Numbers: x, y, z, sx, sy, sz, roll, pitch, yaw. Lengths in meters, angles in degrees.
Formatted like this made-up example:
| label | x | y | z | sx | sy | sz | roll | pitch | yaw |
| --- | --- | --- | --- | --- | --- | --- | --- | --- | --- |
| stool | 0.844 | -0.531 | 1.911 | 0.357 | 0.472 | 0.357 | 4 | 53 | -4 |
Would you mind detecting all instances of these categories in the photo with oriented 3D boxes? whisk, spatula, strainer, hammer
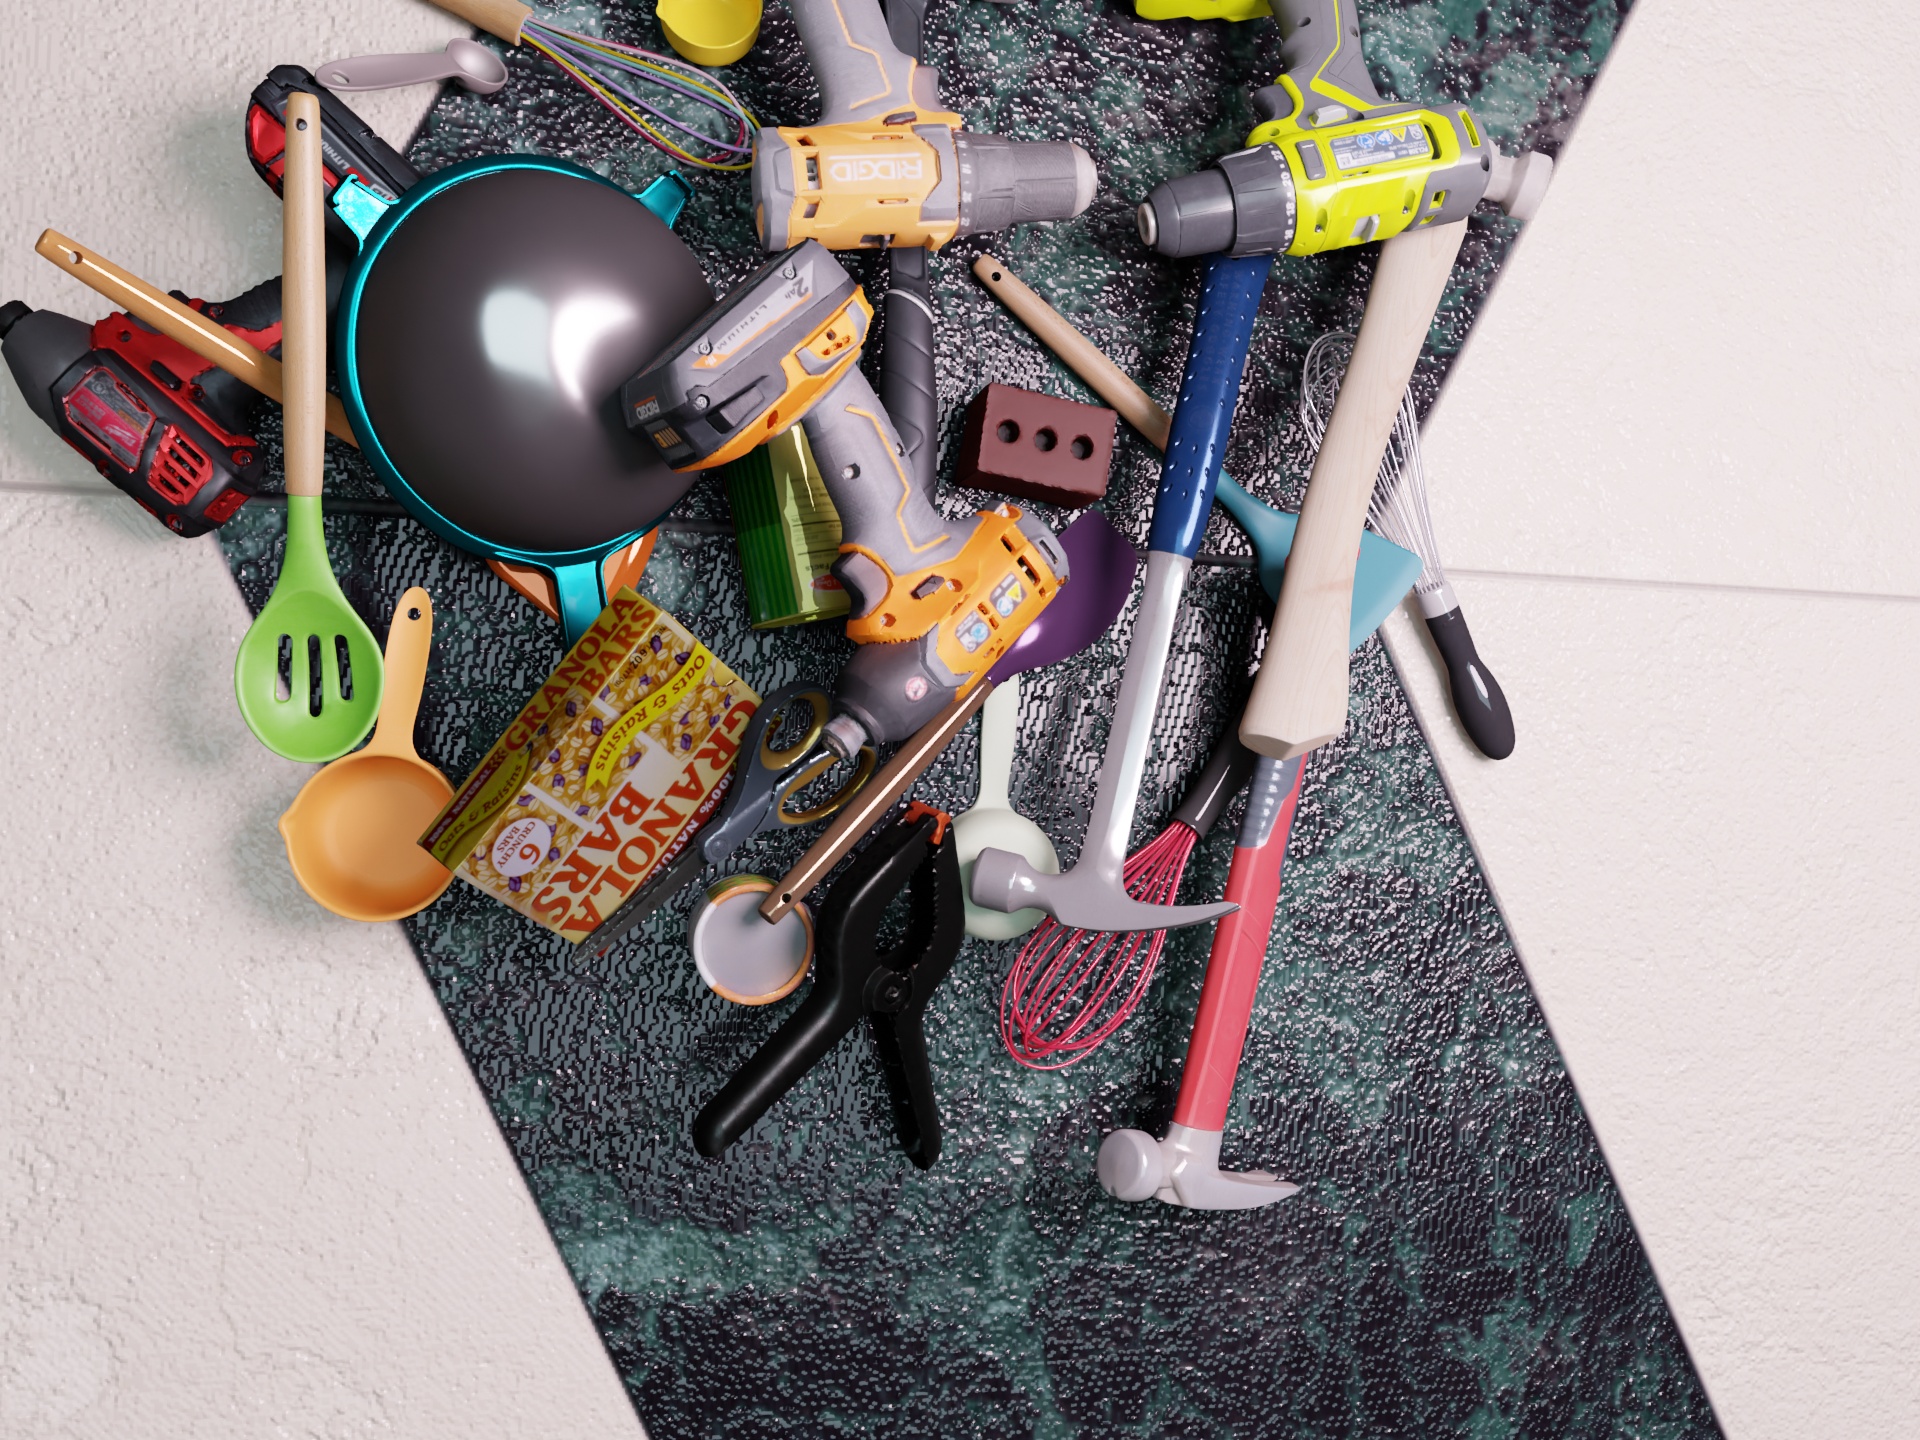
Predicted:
| label | x | y | z | sx | sy | sz | roll | pitch | yaw |
| --- | --- | --- | --- | --- | --- | --- | --- | --- | --- |
| whisk | 0.276 | -0.102 | 0.967 | 0.070 | 0.070 | 0.284 | -27 | 99 | -12 |
| spatula | -0.001 | -0.003 | 0.891 | 0.059 | 0.018 | 0.316 | 47 | 67 | -9 |
| strainer | -0.187 | -0.119 | 0.813 | 0.211 | 0.095 | 0.340 | -15 | 105 | -36 |
| spatula | -0.297 | -0.145 | 0.799 | 0.322 | 0.041 | 0.081 | 33 | 81 | -41 |
| hammer | 0.181 | 0.087 | 0.916 | 0.143 | 0.038 | 0.386 | 16 | 86 | -38 |
| hammer | 0.120 | -0.080 | 0.887 | 0.144 | 0.035 | 0.405 | 12 | 81 | 13 |
| spatula | 0.130 | -0.165 | 0.939 | 0.317 | 0.044 | 0.082 | 40 | 97 | -7 |
| hammer | -0.034 | -0.251 | 0.891 | 0.149 | 0.036 | 0.409 | 1 | 83 | -11 |
| whisk | 0.120 | 0.078 | 0.927 | 0.073 | 0.073 | 0.296 | 41 | 75 | -9 |
| whisk | -0.219 | -0.366 | 0.867 | 0.245 | 0.051 | 0.047 | 25 | 89 | -8 |
| hammer | 0.215 | -0.171 | 0.885 | 0.146 | 0.038 | 0.411 | 18 | 70 | 5 |

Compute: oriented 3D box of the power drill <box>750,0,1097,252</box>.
| label | x | y | z | sx | sy | sz | roll | pitch | yaw |
| --- | --- | --- | --- | --- | --- | --- | --- | --- | --- |
| power drill | -0.026 | -0.364 | 0.849 | 0.185 | 0.084 | 0.226 | -5 | 89 | -11 |

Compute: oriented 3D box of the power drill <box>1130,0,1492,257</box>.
| label | x | y | z | sx | sy | sz | roll | pitch | yaw |
| --- | --- | --- | --- | --- | --- | --- | --- | --- | --- |
| power drill | 0.172 | -0.365 | 0.898 | 0.190 | 0.080 | 0.229 | -13 | 73 | -6 |

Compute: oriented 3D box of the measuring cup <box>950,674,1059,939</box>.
| label | x | y | z | sx | sy | sz | roll | pitch | yaw |
| --- | --- | --- | --- | --- | --- | --- | --- | --- | --- |
| measuring cup | 0.023 | 0.044 | 0.912 | 0.083 | 0.038 | 0.167 | 4 | 90 | -12 |

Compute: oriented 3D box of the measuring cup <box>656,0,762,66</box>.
| label | x | y | z | sx | sy | sz | roll | pitch | yaw |
| --- | --- | --- | --- | --- | --- | --- | --- | --- | --- |
| measuring cup | -0.157 | -0.440 | 0.896 | 0.062 | 0.029 | 0.156 | -19 | 81 | -12 |

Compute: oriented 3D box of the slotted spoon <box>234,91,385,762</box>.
| label | x | y | z | sx | sy | sz | roll | pitch | yaw |
| --- | --- | --- | --- | --- | --- | --- | --- | --- | --- |
| slotted spoon | -0.312 | -0.134 | 0.762 | 0.070 | 0.031 | 0.313 | 1 | 104 | -14 |

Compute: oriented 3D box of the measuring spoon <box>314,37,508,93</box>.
| label | x | y | z | sx | sy | sz | roll | pitch | yaw |
| --- | --- | --- | --- | --- | --- | --- | --- | --- | --- |
| measuring spoon | -0.288 | -0.335 | 0.830 | 0.034 | 0.018 | 0.124 | 49 | 39 | 2 |

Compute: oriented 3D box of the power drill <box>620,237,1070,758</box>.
| label | x | y | z | sx | sy | sz | roll | pitch | yaw |
| --- | --- | --- | --- | --- | --- | --- | --- | --- | --- |
| power drill | -0.060 | -0.100 | 0.788 | 0.164 | 0.084 | 0.226 | -49 | 114 | -23 |

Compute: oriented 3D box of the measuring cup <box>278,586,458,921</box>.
| label | x | y | z | sx | sy | sz | roll | pitch | yaw |
| --- | --- | --- | --- | --- | --- | --- | --- | --- | --- |
| measuring cup | -0.297 | 0.018 | 0.837 | 0.095 | 0.052 | 0.174 | 9 | 85 | -12 |

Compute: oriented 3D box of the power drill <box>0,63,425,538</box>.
| label | x | y | z | sx | sy | sz | roll | pitch | yaw |
| --- | --- | --- | --- | --- | --- | --- | --- | --- | --- |
| power drill | -0.374 | -0.217 | 0.814 | 0.143 | 0.078 | 0.219 | 42 | 84 | -9 |
